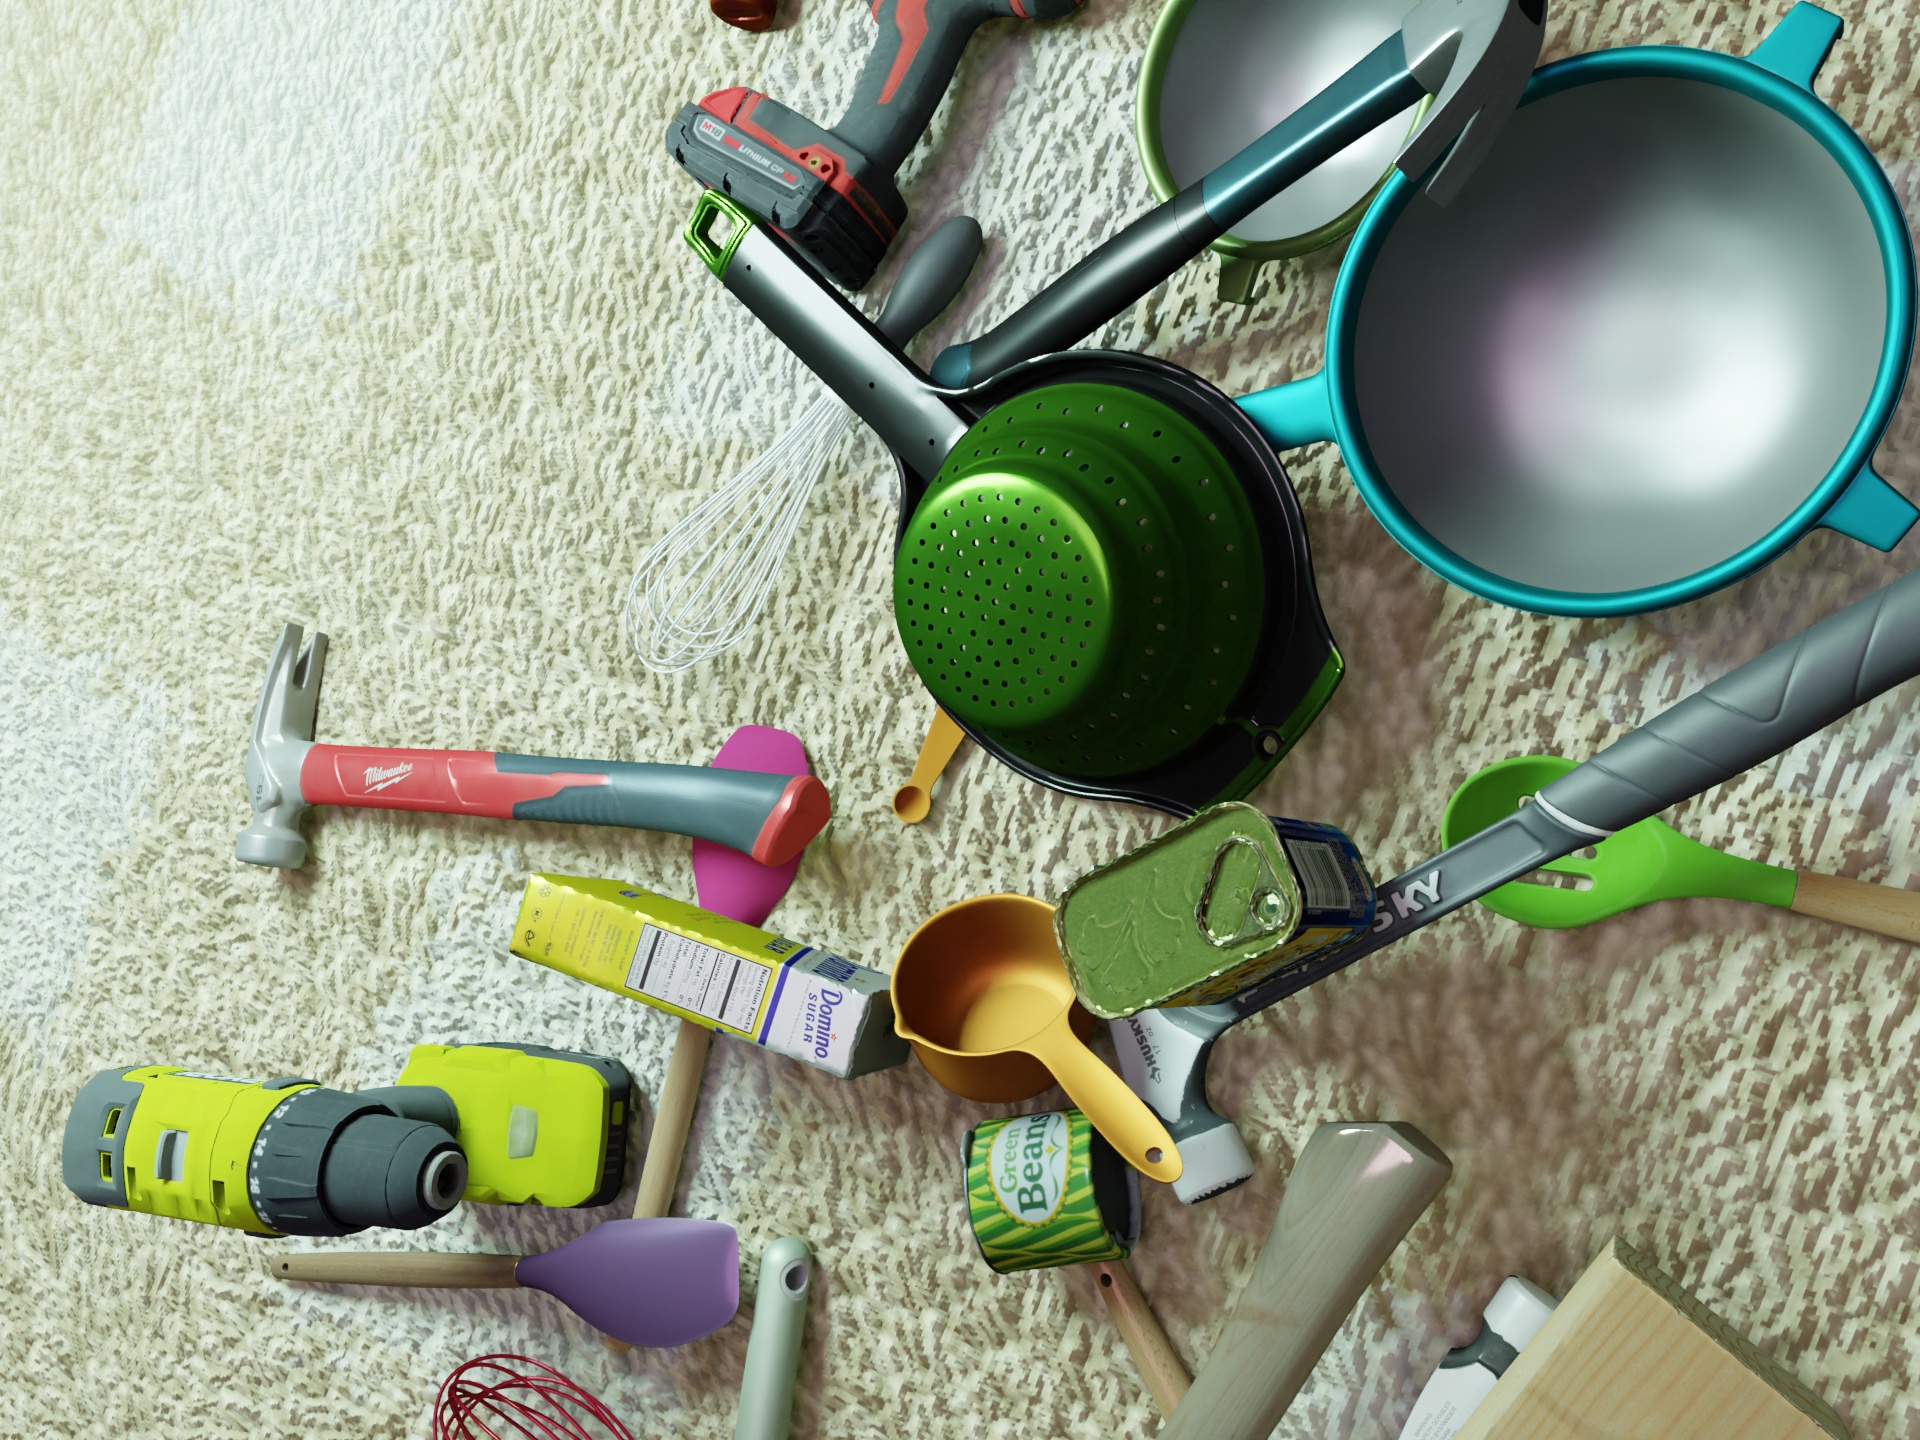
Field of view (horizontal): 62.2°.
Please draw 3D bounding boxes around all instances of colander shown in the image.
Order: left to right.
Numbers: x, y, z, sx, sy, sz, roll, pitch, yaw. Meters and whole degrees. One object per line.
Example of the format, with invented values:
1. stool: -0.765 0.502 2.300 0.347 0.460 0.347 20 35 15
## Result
1. colander: -0.016 -0.112 0.708 0.397 0.094 0.204 46 120 17

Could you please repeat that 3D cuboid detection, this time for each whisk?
1. whisk: -0.120 0.371 0.690 0.296 0.073 0.073 26 91 22
2. whisk: -0.098 0.367 0.736 0.059 0.057 0.246 -7 71 50
3. whisk: -0.077 -0.141 0.816 0.070 0.070 0.284 38 93 25

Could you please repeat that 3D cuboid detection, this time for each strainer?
1. strainer: 0.136 -0.327 0.737 0.151 0.069 0.256 -38 70 35
2. strainer: 0.210 -0.140 0.671 0.340 0.095 0.211 -9 91 36

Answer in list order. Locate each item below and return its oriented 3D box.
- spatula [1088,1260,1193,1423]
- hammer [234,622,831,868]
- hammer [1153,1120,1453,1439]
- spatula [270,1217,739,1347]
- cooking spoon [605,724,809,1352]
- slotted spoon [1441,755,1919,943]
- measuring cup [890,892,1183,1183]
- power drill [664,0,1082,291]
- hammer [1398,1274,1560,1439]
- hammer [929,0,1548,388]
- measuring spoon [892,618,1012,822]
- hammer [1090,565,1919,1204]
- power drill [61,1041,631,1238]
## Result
1. spatula: 0.130 0.359 0.637 0.082 0.044 0.318 -38 67 18
2. hammer: -0.239 0.020 0.855 0.386 0.038 0.143 2 80 27
3. hammer: 0.076 0.339 0.642 0.146 0.038 0.410 38 101 31
4. spatula: -0.243 0.285 0.816 0.316 0.018 0.060 -9 75 27
5. cooking spoon: -0.134 0.158 0.804 0.069 0.017 0.319 11 84 25
6. slotted spoon: 0.344 0.073 0.604 0.314 0.031 0.070 12 86 23
7. measuring cup: 0.040 0.147 0.680 0.095 0.052 0.174 -33 46 -16
8. power drill: -0.055 -0.363 0.835 0.188 0.080 0.226 38 94 25
9. hammer: 0.301 0.365 0.565 0.335 0.035 0.146 35 95 25
10. hammer: 0.101 -0.219 0.693 0.331 0.033 0.128 -27 51 42
11. measuring spoon: -0.001 -0.002 0.781 0.021 0.011 0.117 26 88 15
12. hammer: 0.217 0.042 0.616 0.409 0.036 0.149 -36 65 28
13. power drill: -0.255 0.194 0.734 0.190 0.228 0.080 0 80 24
